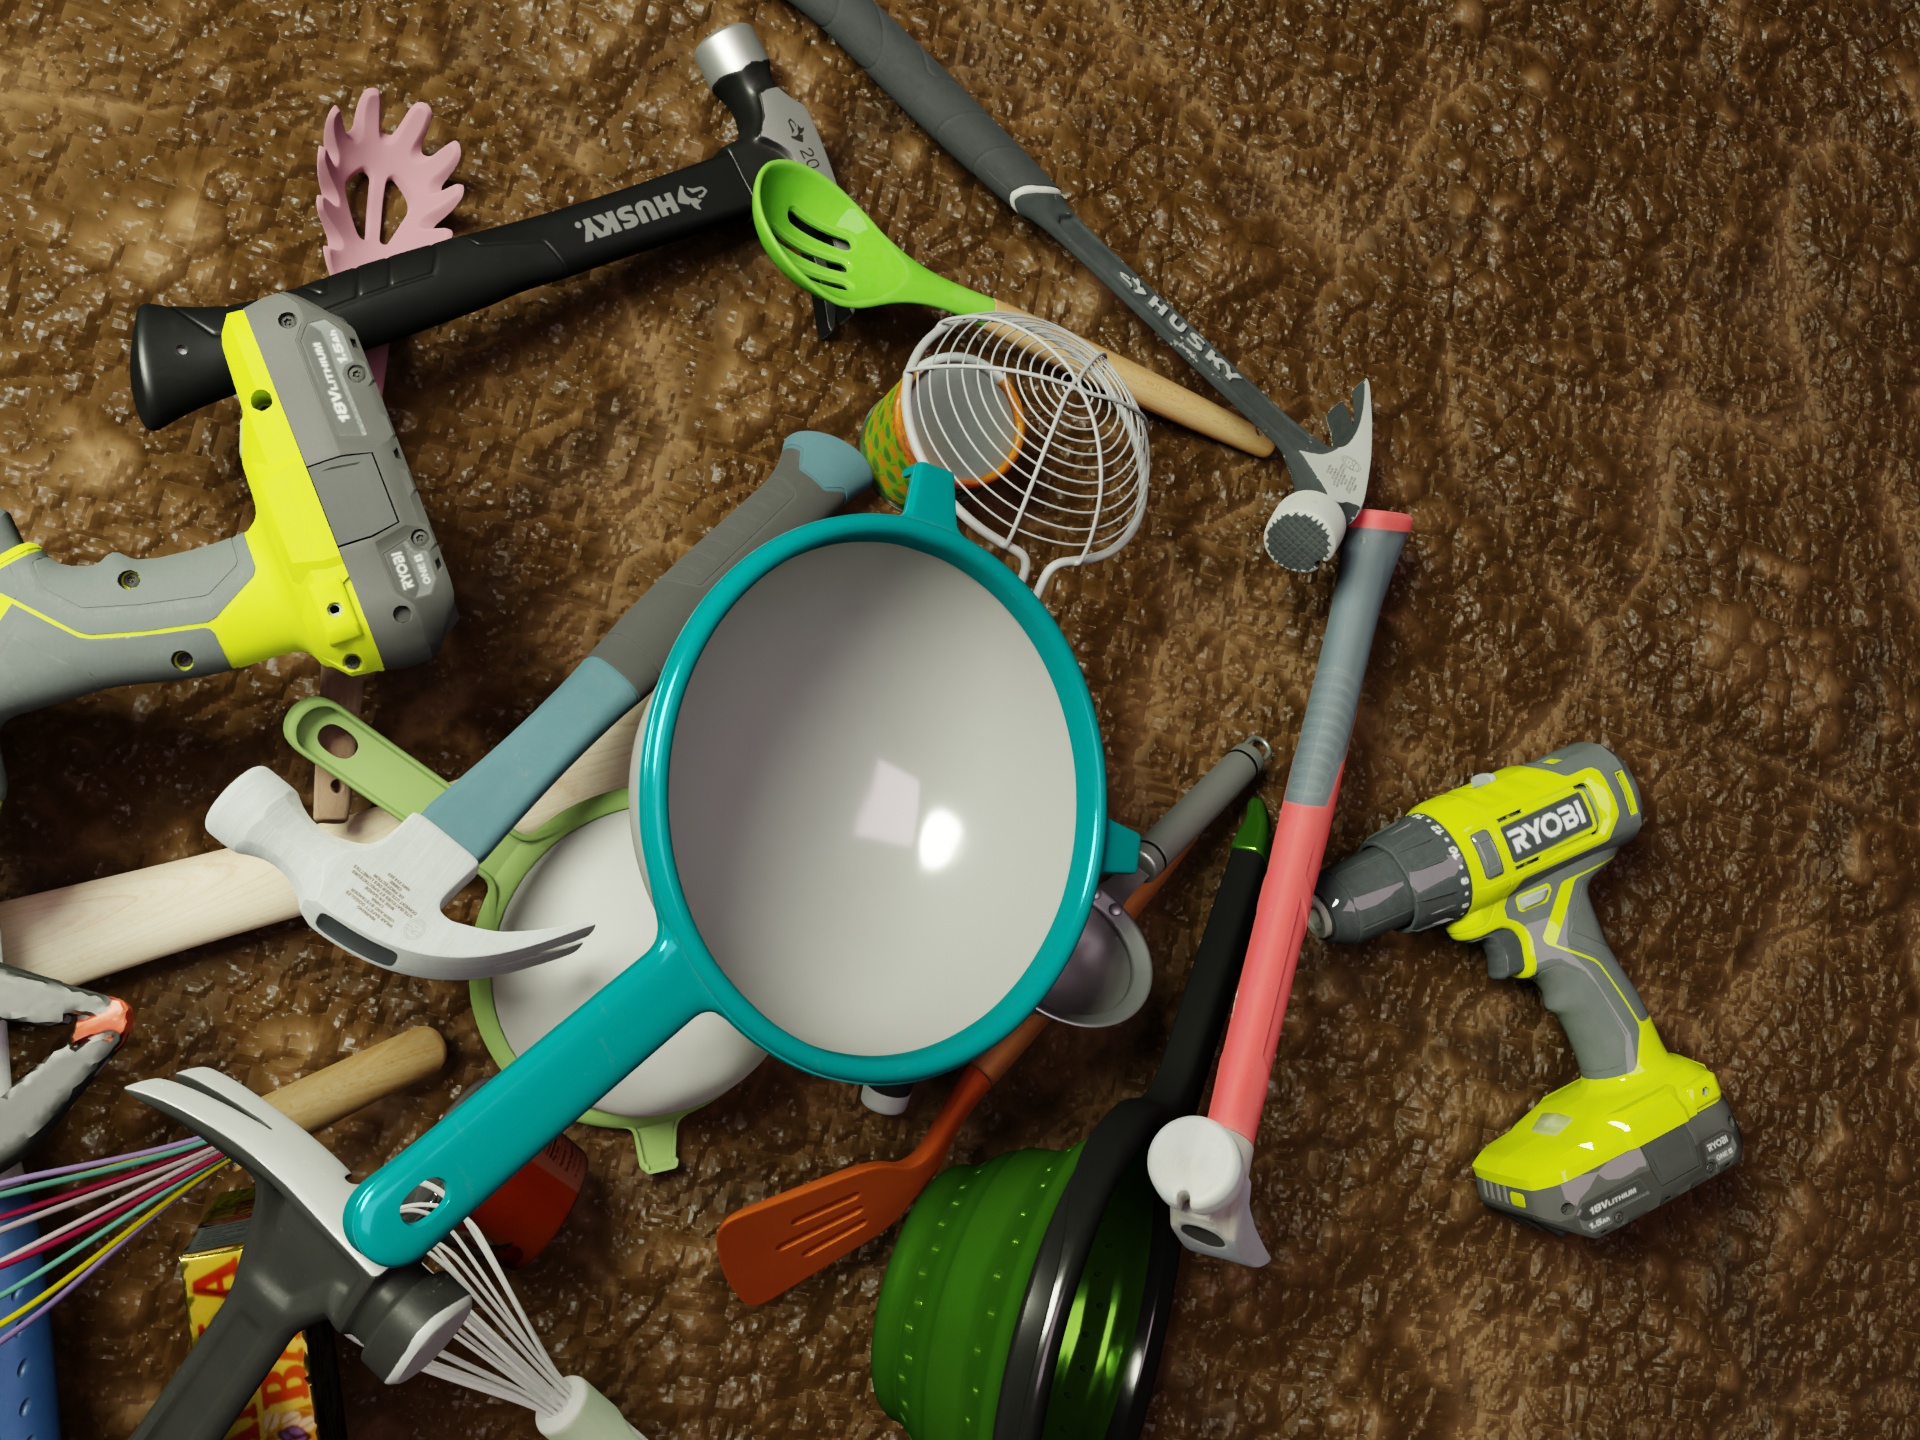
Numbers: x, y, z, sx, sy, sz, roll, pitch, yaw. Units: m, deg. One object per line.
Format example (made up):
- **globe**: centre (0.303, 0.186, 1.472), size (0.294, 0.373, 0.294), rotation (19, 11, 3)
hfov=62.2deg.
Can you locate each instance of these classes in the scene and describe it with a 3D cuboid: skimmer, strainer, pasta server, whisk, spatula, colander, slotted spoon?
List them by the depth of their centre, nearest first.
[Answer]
- **whisk**: centre (-0.286, 0.159, 0.574), size (0.245, 0.047, 0.051), rotation (-22, 119, -57)
- **strainer**: centre (-0.089, 0.065, 0.587), size (0.340, 0.095, 0.211), rotation (-40, 111, -32)
- **whisk**: centre (-0.163, 0.267, 0.632), size (0.246, 0.058, 0.059), rotation (56, 51, -29)
- **strainer**: centre (-0.159, 0.074, 0.647), size (0.256, 0.069, 0.151), rotation (42, 76, -27)
- **pasta server**: centre (-0.251, -0.114, 0.667), size (0.060, 0.040, 0.316), rotation (8, 73, -31)
- **skimmer**: centre (-0.001, -0.002, 0.728), size (0.127, 0.090, 0.363), rotation (9, 102, -28)
- **colander**: centre (0.053, 0.194, 0.729), size (0.094, 0.204, 0.397), rotation (10, 55, 23)
- **spatula**: centre (0.016, 0.143, 0.739), size (0.041, 0.081, 0.323), rotation (28, 56, 28)
- **strainer**: centre (0.083, 0.073, 0.751), size (0.087, 0.050, 0.258), rotation (40, 48, 14)
- **slotted spoon**: centre (0.034, -0.188, 0.781), size (0.313, 0.031, 0.070), rotation (18, 58, -28)

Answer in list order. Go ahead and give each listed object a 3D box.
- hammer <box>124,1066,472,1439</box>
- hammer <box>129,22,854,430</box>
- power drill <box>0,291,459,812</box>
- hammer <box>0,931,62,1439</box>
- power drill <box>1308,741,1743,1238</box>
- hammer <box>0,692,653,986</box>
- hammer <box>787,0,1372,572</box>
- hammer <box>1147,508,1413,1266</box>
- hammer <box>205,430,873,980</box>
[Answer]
- **hammer**: centre (-0.296, 0.276, 0.521), size (0.127, 0.034, 0.337), rotation (37, 98, 12)
- **hammer**: centre (-0.189, -0.194, 0.686), size (0.335, 0.035, 0.146), rotation (-31, 98, -32)
- **power drill**: centre (-0.306, -0.060, 0.551), size (0.223, 0.080, 0.171), rotation (-22, 99, -19)
- **hammer**: centre (-0.349, 0.159, 0.580), size (0.144, 0.035, 0.405), rotation (-5, 88, -22)
- **power drill**: centre (0.294, 0.144, 0.833), size (0.190, 0.080, 0.228), rotation (-21, 89, -17)
- **hammer**: centre (-0.276, 0.073, 0.653), size (0.410, 0.038, 0.146), rotation (-18, 91, -21)
- **hammer**: centre (0.055, -0.250, 0.798), size (0.409, 0.036, 0.149), rotation (43, 43, -5)
- **hammer**: centre (0.167, 0.064, 0.771), size (0.038, 0.143, 0.386), rotation (8, 62, 23)
- **hammer**: centre (-0.137, -0.026, 0.660), size (0.128, 0.033, 0.331), rotation (41, 51, -4)
